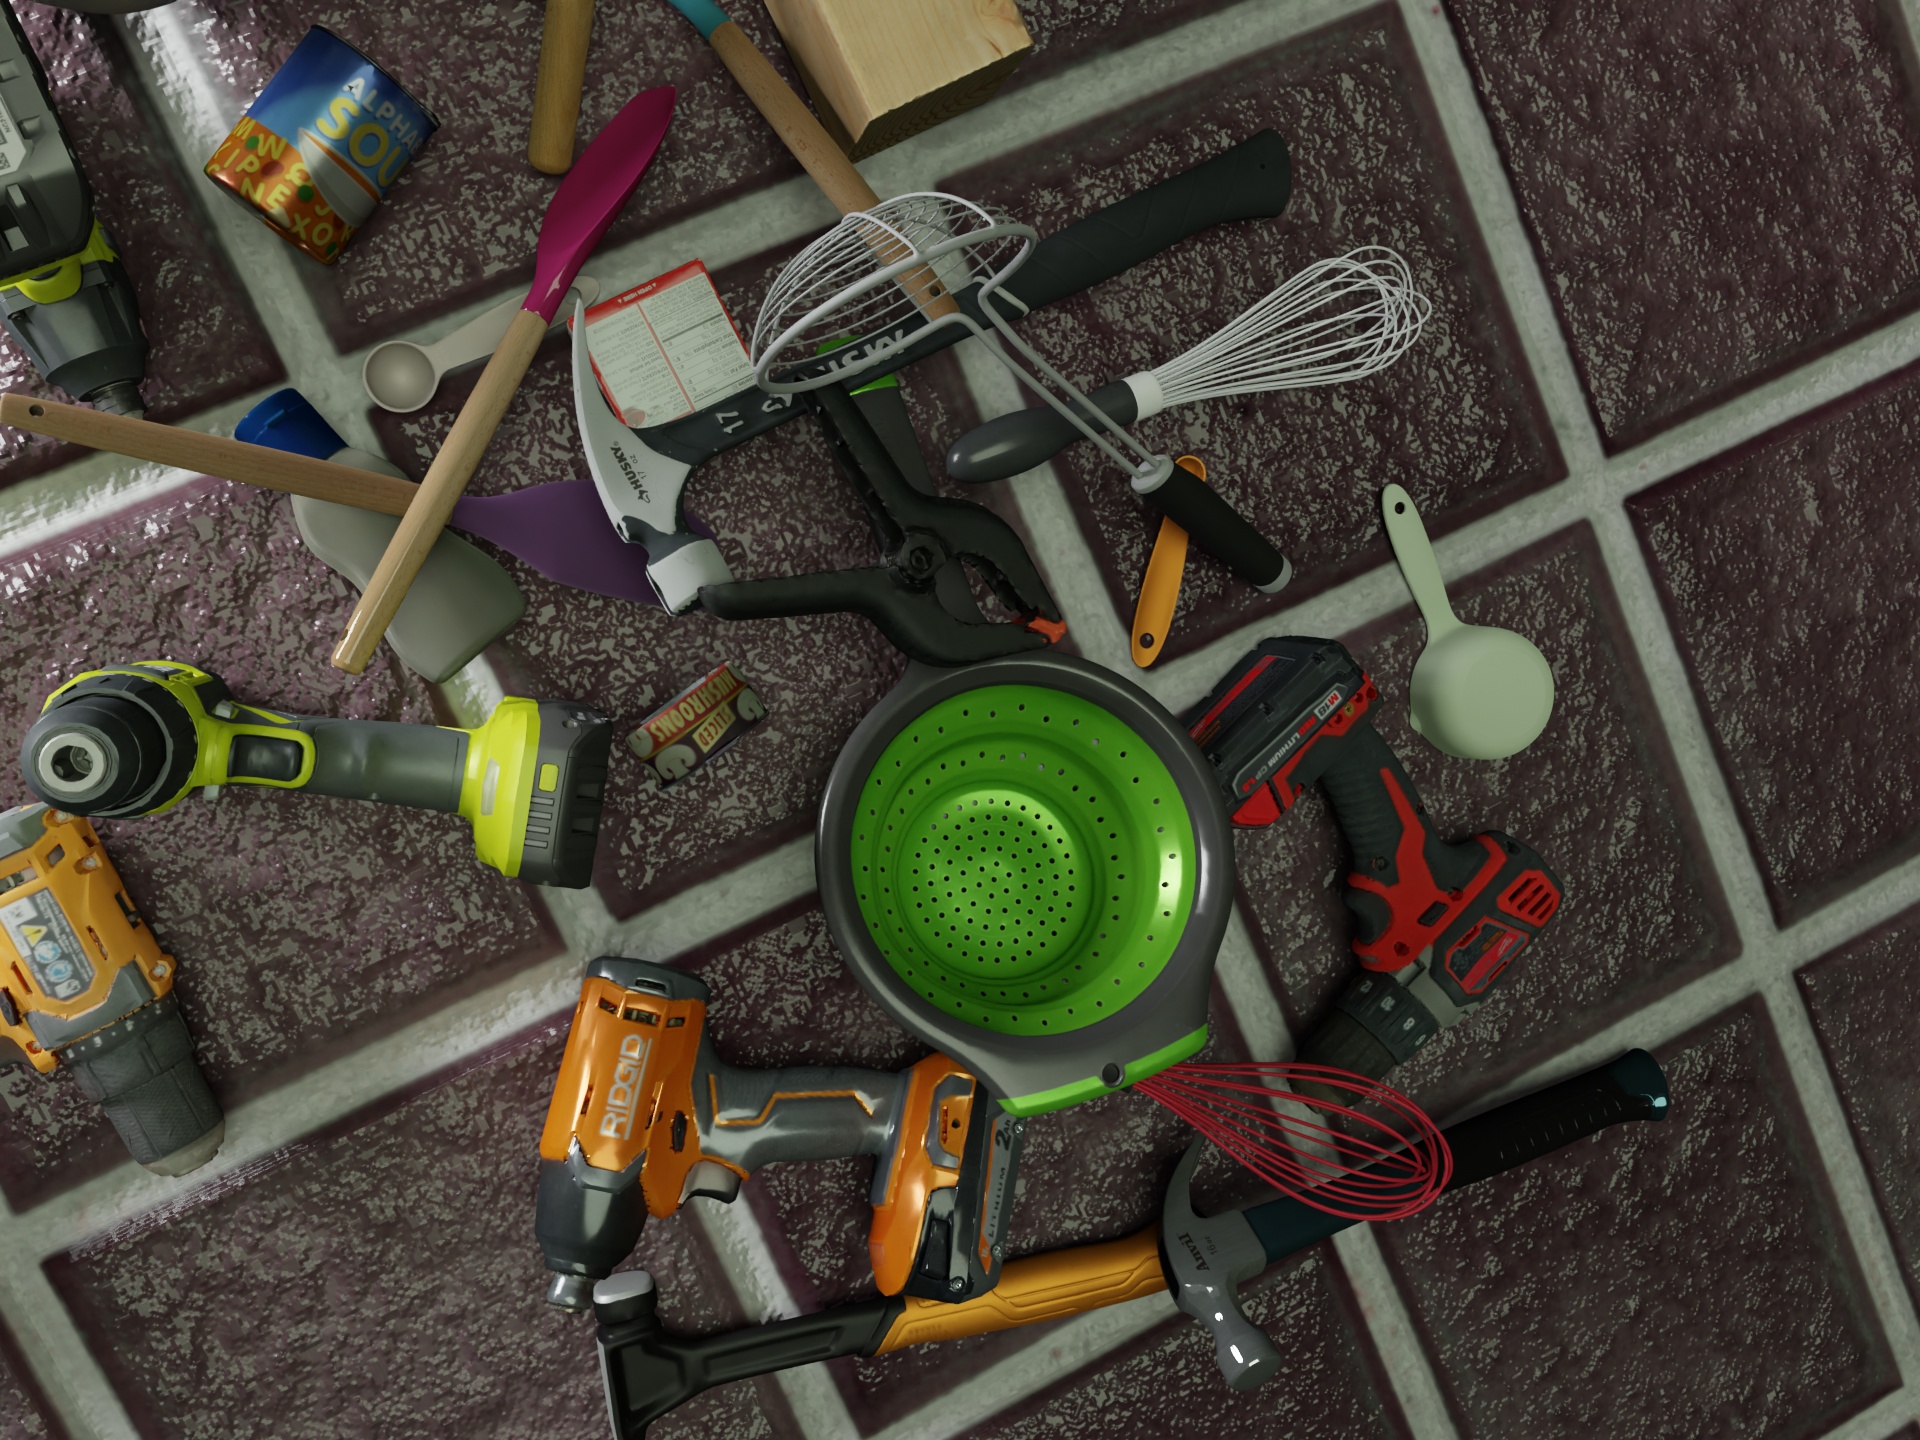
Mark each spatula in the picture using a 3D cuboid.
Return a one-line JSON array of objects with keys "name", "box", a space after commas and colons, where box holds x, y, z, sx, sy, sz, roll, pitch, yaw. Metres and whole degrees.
[{"name": "spatula", "box": [-0.101, -0.314, 0.757, 0.082, 0.044, 0.317, -37, 84, -11]}, {"name": "spatula", "box": [-0.260, -0.105, 0.731, 0.315, 0.018, 0.060, 10, 74, -28]}]

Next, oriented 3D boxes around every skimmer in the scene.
[{"name": "skimmer", "box": [0.057, -0.120, 0.733, 0.363, 0.127, 0.090, 30, 44, -42]}]

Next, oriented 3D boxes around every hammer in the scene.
[{"name": "hammer", "box": [0.257, 0.248, 0.874, 0.331, 0.128, 0.033, -14, 134, -20]}, {"name": "hammer", "box": [-0.017, 0.323, 0.845, 0.337, 0.034, 0.127, -9, 95, -12]}, {"name": "hammer", "box": [0.000, -0.206, 0.790, 0.409, 0.036, 0.149, -30, 89, -17]}]

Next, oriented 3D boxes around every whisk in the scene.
[{"name": "whisk", "box": [0.119, -0.177, 0.818, 0.284, 0.070, 0.070, -23, 98, -16]}, {"name": "whisk", "box": [0.110, 0.188, 0.826, 0.296, 0.073, 0.073, 17, 90, 5]}, {"name": "whisk", "box": [-0.171, -0.373, 0.719, 0.047, 0.051, 0.244, 18, 118, 1]}]

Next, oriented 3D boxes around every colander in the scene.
[{"name": "colander", "box": [-0.001, -0.003, 0.810, 0.204, 0.094, 0.397, -17, 79, -14]}]

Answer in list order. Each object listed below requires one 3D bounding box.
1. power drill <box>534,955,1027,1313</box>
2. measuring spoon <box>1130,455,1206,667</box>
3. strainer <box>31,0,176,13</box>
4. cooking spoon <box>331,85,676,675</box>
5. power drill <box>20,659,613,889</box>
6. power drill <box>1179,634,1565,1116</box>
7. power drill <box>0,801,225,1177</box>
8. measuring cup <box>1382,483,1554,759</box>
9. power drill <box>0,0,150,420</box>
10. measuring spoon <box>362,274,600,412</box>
[{"name": "power drill", "box": [-0.091, 0.220, 0.780, 0.226, 0.084, 0.164, 16, 69, -12]}, {"name": "measuring spoon", "box": [0.110, -0.086, 0.861, 0.021, 0.011, 0.117, 12, 94, -12]}, {"name": "strainer", "box": [-0.339, -0.350, 0.693, 0.340, 0.211, 0.095, 8, 127, -34]}, {"name": "cooking spoon", "box": [-0.208, -0.164, 0.733, 0.017, 0.069, 0.319, 37, 71, -44]}, {"name": "power drill", "box": [-0.273, 0.020, 0.691, 0.228, 0.191, 0.080, 8, 92, -17]}, {"name": "power drill", "box": [0.201, 0.086, 0.860, 0.188, 0.080, 0.226, -44, 105, -6]}, {"name": "power drill", "box": [-0.465, 0.161, 0.713, 0.226, 0.084, 0.185, -27, 101, -14]}, {"name": "measuring cup", "box": [0.276, -0.055, 0.883, 0.083, 0.038, 0.167, -27, 101, -10]}, {"name": "power drill", "box": [-0.383, -0.211, 0.630, 0.080, 0.223, 0.171, -26, 99, -16]}, {"name": "measuring spoon", "box": [-0.232, -0.186, 0.776, 0.124, 0.018, 0.034, -31, 100, -16]}]
